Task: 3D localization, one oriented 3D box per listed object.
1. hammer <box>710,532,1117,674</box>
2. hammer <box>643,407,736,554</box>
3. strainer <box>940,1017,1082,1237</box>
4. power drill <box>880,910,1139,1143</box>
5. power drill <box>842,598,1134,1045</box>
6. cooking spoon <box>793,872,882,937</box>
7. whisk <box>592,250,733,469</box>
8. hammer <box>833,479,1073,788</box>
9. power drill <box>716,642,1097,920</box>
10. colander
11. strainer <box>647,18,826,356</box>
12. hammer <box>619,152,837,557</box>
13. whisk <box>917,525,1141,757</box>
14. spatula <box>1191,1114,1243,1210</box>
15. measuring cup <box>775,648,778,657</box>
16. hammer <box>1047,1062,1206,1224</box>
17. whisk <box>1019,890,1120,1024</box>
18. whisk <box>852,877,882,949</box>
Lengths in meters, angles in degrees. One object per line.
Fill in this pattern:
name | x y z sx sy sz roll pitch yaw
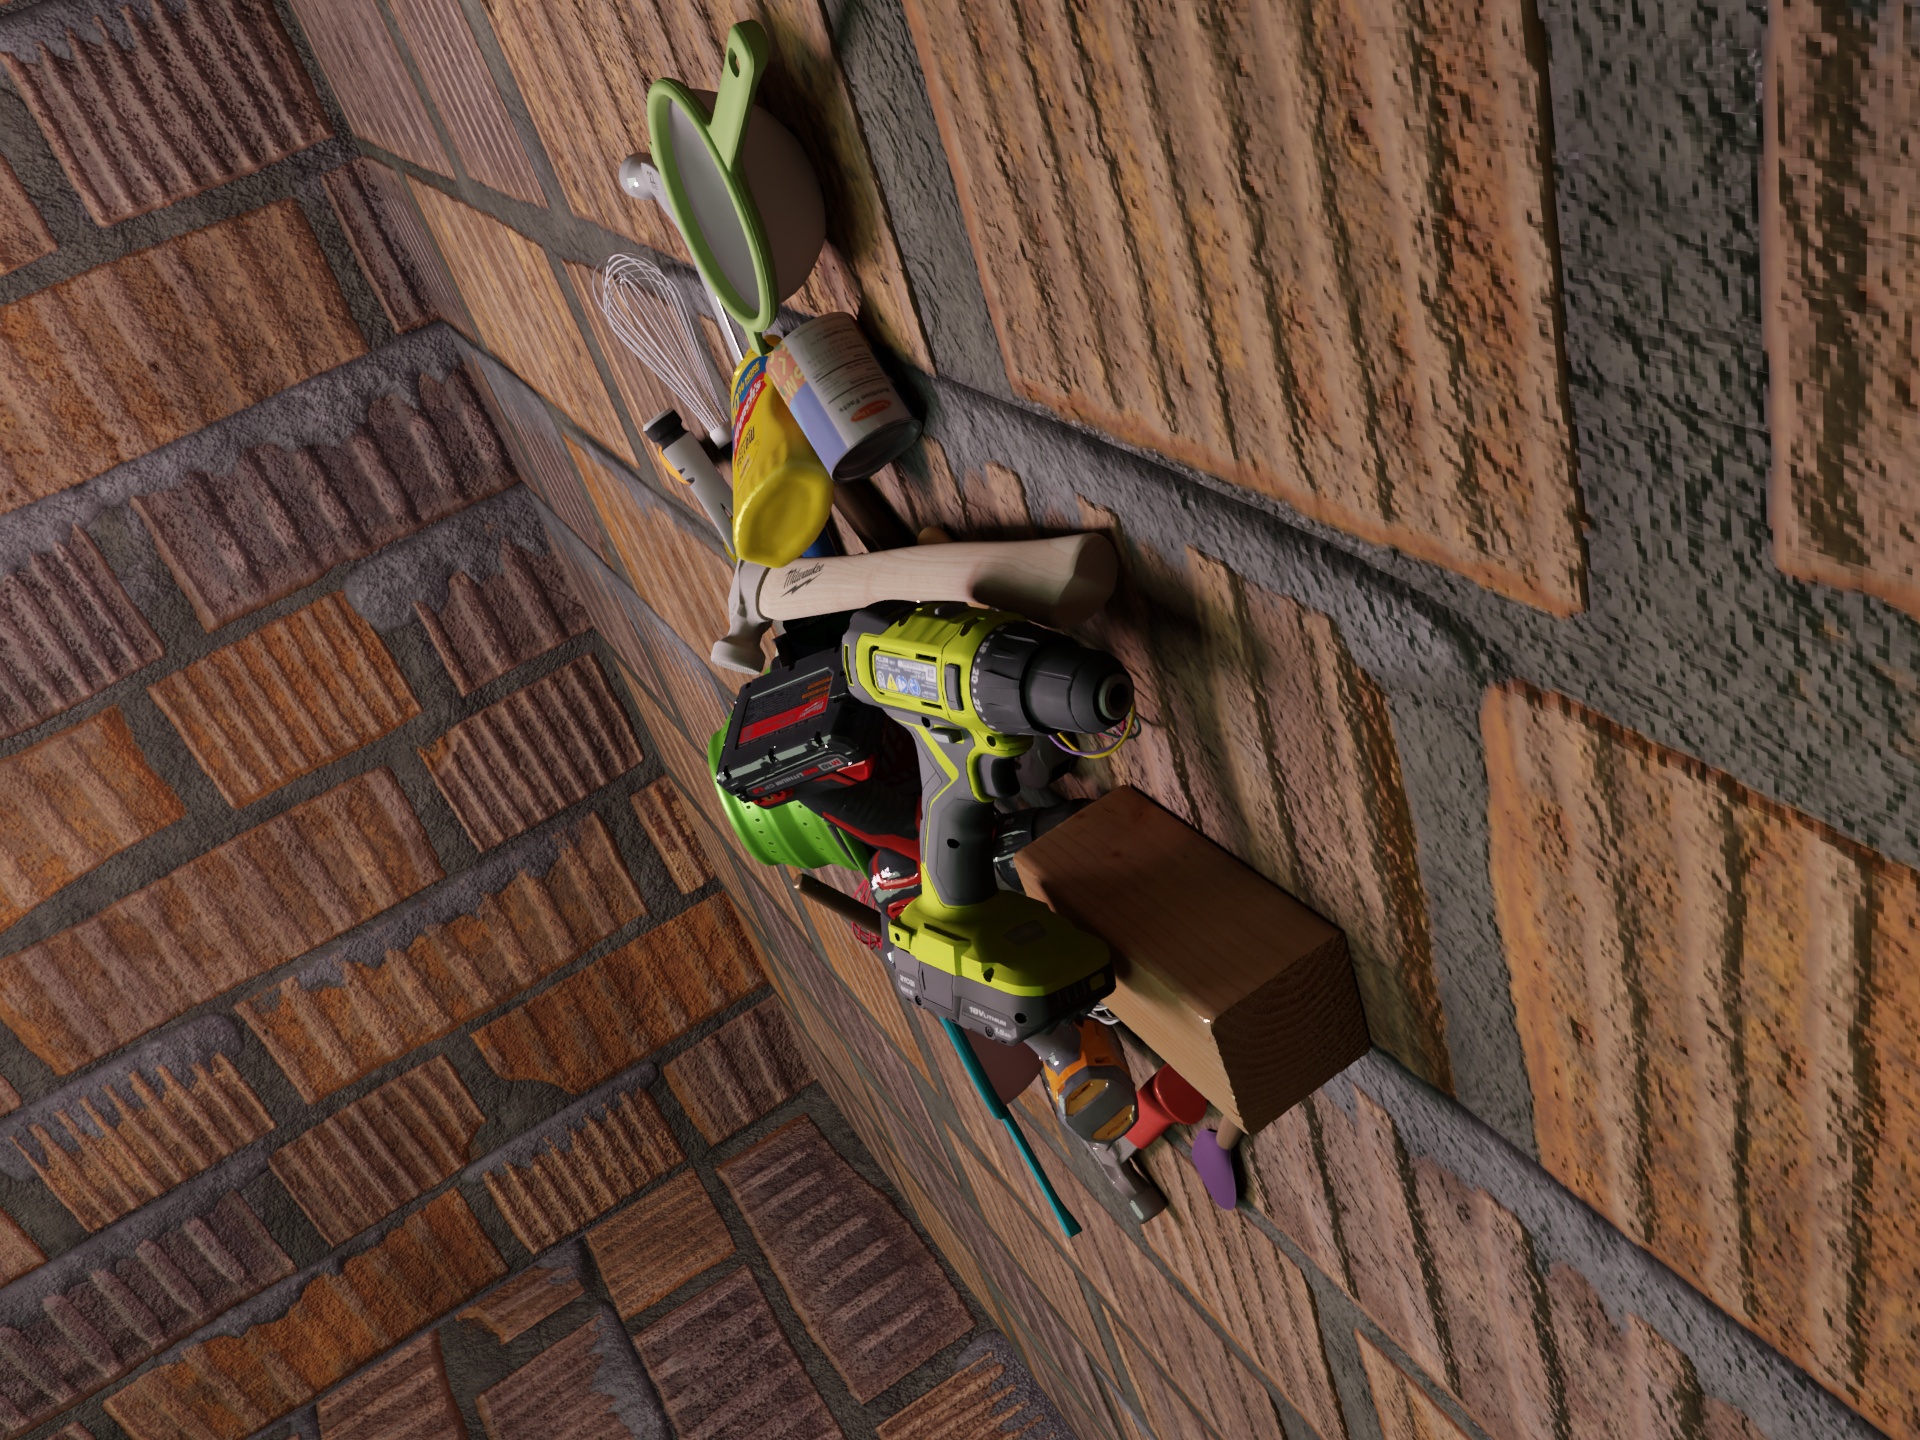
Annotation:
hammer | -0.040 -0.099 0.996 0.038 0.146 0.411 19 172 -33
hammer | -0.242 -0.224 1.442 0.127 0.034 0.337 54 176 -16
strainer | 0.054 0.293 1.410 0.340 0.095 0.211 62 177 -5
power drill | 0.041 0.203 1.221 0.226 0.084 0.185 45 -171 -14
power drill | 0.022 0.051 0.859 0.191 0.080 0.228 13 115 48
cooking spoon | -0.009 0.194 1.276 0.318 0.017 0.069 33 -138 -32
whisk | -0.216 -0.270 1.347 0.284 0.070 0.070 57 165 -9
hammer | -0.025 -0.086 1.113 0.332 0.031 0.130 54 163 24
power drill | -0.022 0.048 1.017 0.226 0.188 0.080 43 -139 -37
colander | -0.136 0.008 1.277 0.397 0.094 0.204 -103 -12 -63
strainer | -0.110 -0.320 0.890 0.151 0.069 0.256 62 164 1
hammer | -0.153 -0.236 1.232 0.144 0.035 0.405 36 152 56
whisk | 0.038 -0.057 0.969 0.245 0.051 0.047 50 141 44
spatula | 0.193 0.293 1.131 0.315 0.018 0.060 87 158 -60
measuring cup | -0.108 -0.018 1.483 0.167 0.038 0.083 48 -153 -35
hammer | 0.143 0.326 1.316 0.149 0.036 0.358 55 164 18
whisk | 0.063 0.141 1.217 0.247 0.059 0.057 51 147 44
whisk | -0.084 0.163 1.703 0.073 0.073 0.295 51 155 30
